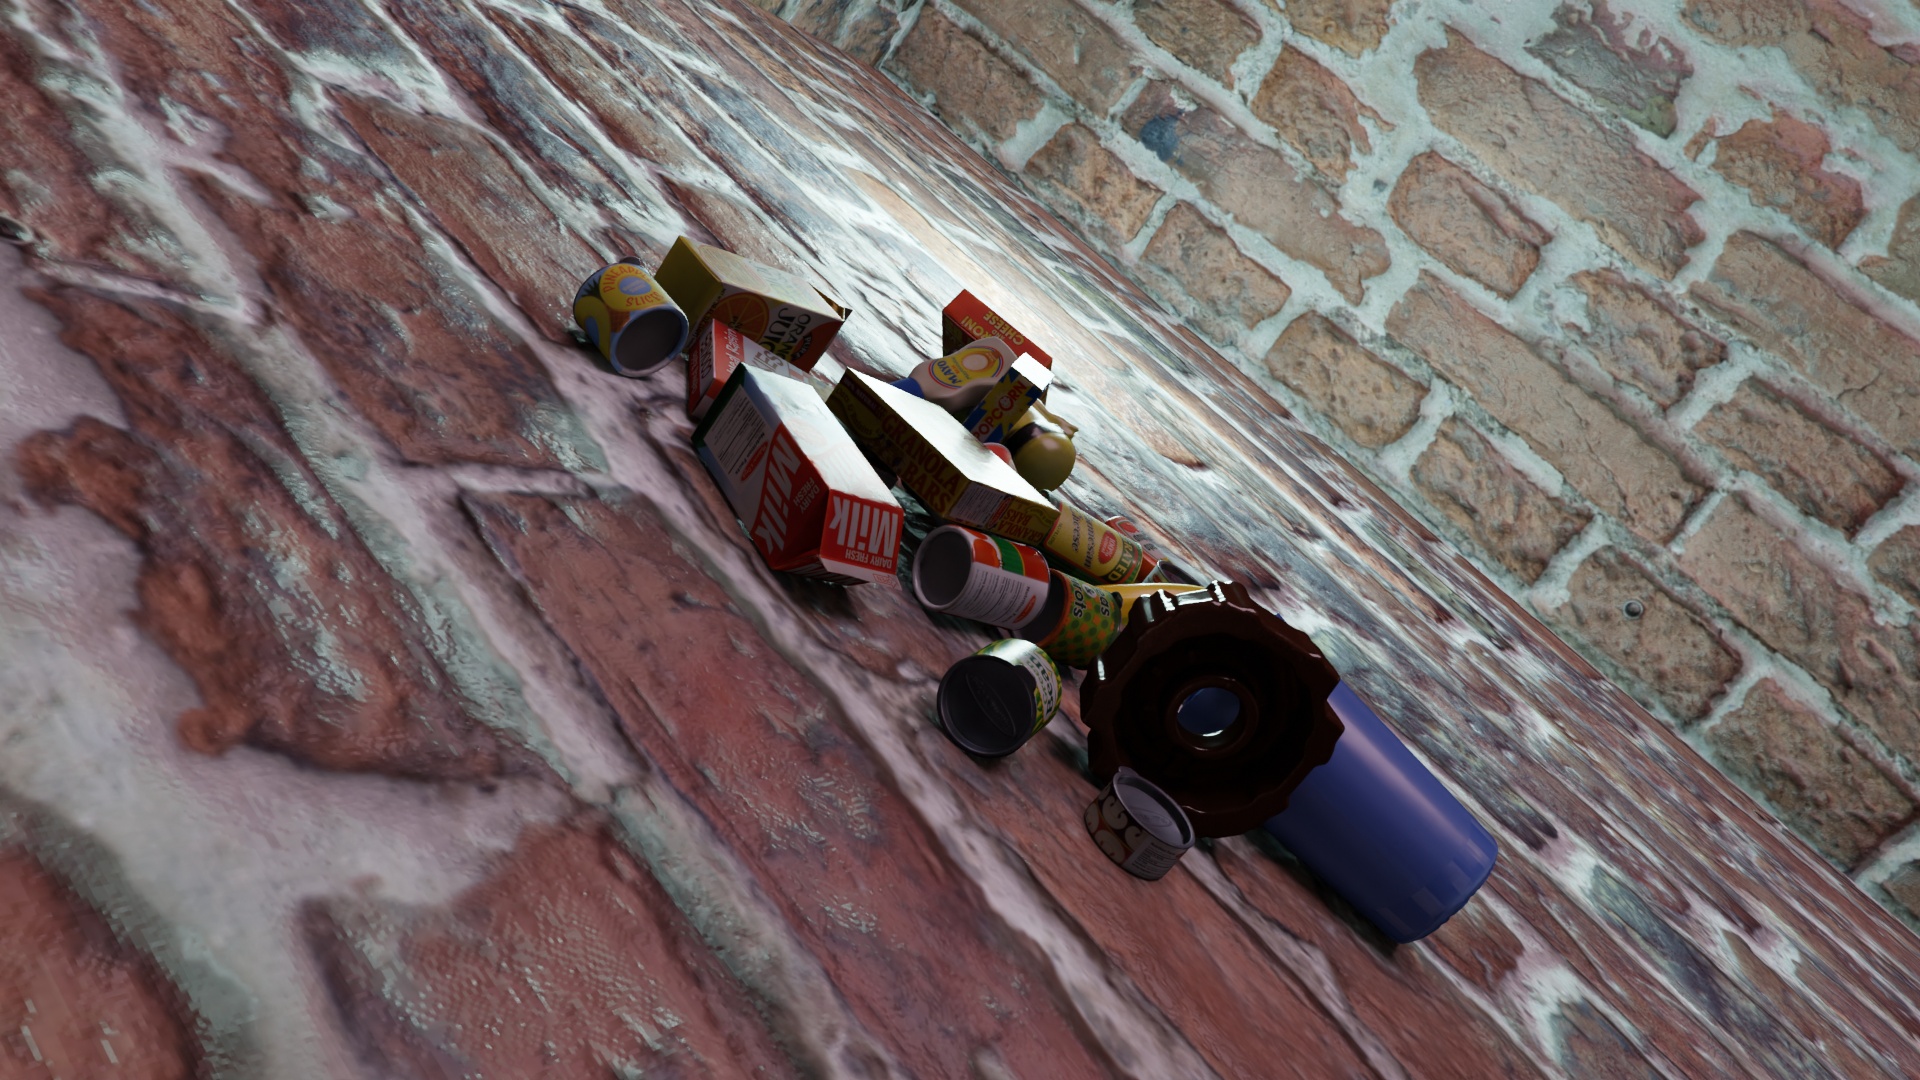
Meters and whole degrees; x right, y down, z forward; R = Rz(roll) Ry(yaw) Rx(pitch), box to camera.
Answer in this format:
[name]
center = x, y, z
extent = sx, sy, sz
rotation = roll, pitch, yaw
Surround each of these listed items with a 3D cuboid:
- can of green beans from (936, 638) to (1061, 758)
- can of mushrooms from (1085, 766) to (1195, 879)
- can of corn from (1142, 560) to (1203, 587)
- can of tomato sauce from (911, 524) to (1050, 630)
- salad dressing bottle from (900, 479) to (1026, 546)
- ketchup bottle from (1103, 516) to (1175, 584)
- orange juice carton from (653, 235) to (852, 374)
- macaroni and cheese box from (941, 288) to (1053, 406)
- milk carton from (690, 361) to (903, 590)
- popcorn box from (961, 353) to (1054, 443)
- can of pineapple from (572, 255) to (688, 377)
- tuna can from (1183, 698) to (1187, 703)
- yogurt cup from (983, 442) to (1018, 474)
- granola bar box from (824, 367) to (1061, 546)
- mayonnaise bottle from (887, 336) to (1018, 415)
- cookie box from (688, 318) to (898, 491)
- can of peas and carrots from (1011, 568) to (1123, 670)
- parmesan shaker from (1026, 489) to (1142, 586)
[can of green beans]
center = 0.026, 0.100, 0.887
extent = 0.071, 0.071, 0.058
rotation = 41, 19, 12
[can of mushrooms]
center = 0.115, 0.183, 0.898
extent = 0.071, 0.033, 0.071
rotation = 32, 20, -13
[can of corn]
center = 0.191, 0.062, 1.269
extent = 0.071, 0.058, 0.071
rotation = 32, 19, -13
[can of tomato sauce]
center = 0.014, 0.027, 1.035
extent = 0.083, 0.071, 0.071
rotation = 17, 27, -44
[salad dressing bottle]
center = 0.004, -0.014, 1.149
extent = 0.064, 0.044, 0.148
rotation = 10, 30, -49
[ketchup bottle]
center = 0.193, 0.039, 1.349
extent = 0.149, 0.043, 0.065
rotation = 45, 16, 21
[orange juice carton]
center = -0.175, -0.195, 1.214
extent = 0.193, 0.071, 0.073
rotation = 9, 34, -53
[macaroni and cheese box]
center = 0.037, -0.186, 1.489
extent = 0.124, 0.040, 0.166
rotation = 40, -12, 10
[milk carton]
center = -0.107, -0.034, 0.957
extent = 0.072, 0.073, 0.191
rotation = 16, 28, -46
[popcorn box]
center = 0.028, -0.110, 1.282
extent = 0.038, 0.126, 0.085
rotation = 41, 19, -2
[can of pineapple]
center = -0.244, -0.165, 1.030
extent = 0.058, 0.070, 0.071
rotation = 47, 21, 27
[tuna can]
center = 0.191, 0.109, 1.199
extent = 0.071, 0.032, 0.071
rotation = 32, 20, -13
[yogurt cup]
center = 0.024, -0.044, 1.223
extent = 0.072, 0.072, 0.054
rotation = 16, 36, -46
[granola bar box]
center = -0.015, -0.064, 1.094
extent = 0.124, 0.039, 0.166
rotation = 17, 22, -51
[mayonnaise bottle]
center = -0.013, -0.149, 1.325
extent = 0.149, 0.041, 0.065
rotation = -22, 61, -28
[cookie box]
center = -0.136, -0.100, 1.110
extent = 0.167, 0.040, 0.123
rotation = 29, 20, -24
[can of peas and carrots]
center = 0.082, 0.059, 1.070
extent = 0.059, 0.070, 0.071
rotation = 23, 23, -34
[parmesan shaker]
center = 0.100, 0.009, 1.228
extent = 0.103, 0.071, 0.071
rotation = 30, 20, -18
